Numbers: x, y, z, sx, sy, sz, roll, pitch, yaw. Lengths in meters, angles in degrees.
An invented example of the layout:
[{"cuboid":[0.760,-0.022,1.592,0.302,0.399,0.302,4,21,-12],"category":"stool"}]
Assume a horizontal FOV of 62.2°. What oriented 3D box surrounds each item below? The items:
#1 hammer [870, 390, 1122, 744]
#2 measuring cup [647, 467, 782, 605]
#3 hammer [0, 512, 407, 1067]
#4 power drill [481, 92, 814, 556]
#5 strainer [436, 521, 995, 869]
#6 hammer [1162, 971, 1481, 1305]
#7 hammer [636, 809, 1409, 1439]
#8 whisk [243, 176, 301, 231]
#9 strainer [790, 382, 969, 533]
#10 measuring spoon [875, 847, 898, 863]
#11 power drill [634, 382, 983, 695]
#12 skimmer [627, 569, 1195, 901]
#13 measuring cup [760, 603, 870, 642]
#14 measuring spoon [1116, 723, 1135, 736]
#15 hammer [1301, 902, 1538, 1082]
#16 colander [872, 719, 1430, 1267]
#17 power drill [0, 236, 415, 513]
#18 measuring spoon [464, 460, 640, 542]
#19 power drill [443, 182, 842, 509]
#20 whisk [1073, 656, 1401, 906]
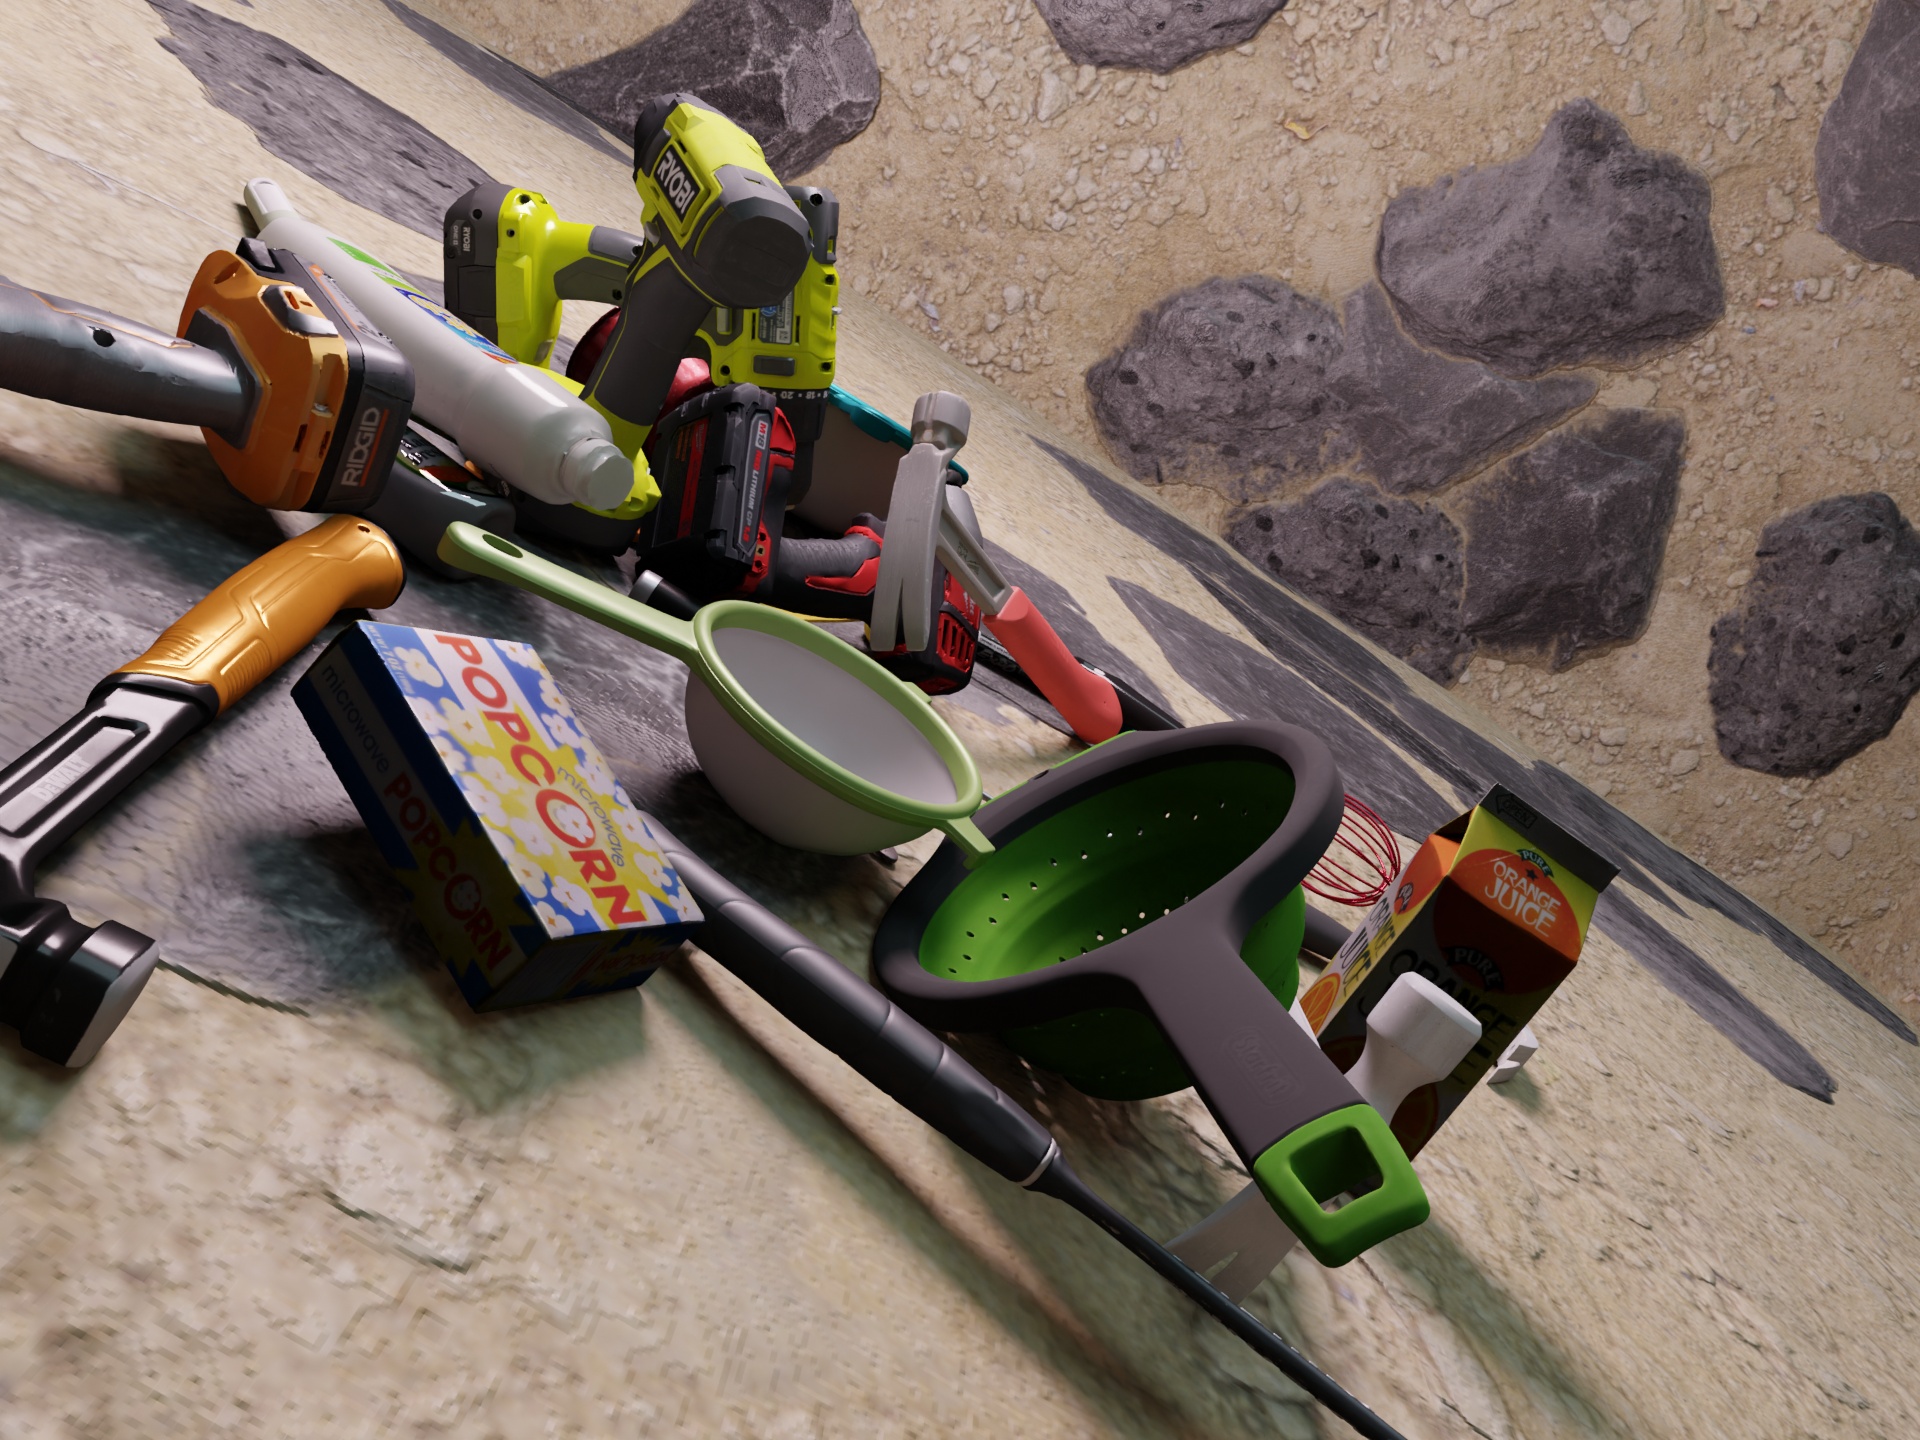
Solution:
[{"cuboid":[0.036,-0.048,0.983,0.037,0.149,0.358,1,-20,22],"category":"hammer"},{"cuboid":[-0.164,-0.135,1.000,0.083,0.038,0.168,14,28,-51],"category":"measuring cup"},{"cuboid":[-0.254,-0.017,0.505,0.127,0.034,0.337,32,16,-12],"category":"hammer"},{"cuboid":[-0.175,-0.215,0.848,0.080,0.223,0.171,15,33,-41],"category":"power drill"},{"cuboid":[-0.111,-0.004,0.685,0.256,0.069,0.152,25,20,-26],"category":"strainer"},{"cuboid":[0.144,0.136,0.750,0.035,0.144,0.405,37,7,1],"category":"hammer"},{"cuboid":[0.036,0.154,0.516,0.409,0.036,0.149,35,-16,16],"category":"hammer"},{"cuboid":[-0.405,-0.290,0.962,0.057,0.059,0.247,-9,34,-28],"category":"whisk"},{"cuboid":[-0.095,-0.184,1.120,0.211,0.095,0.340,30,6,-14],"category":"strainer"},{"cuboid":[-0.061,0.026,0.789,0.034,0.018,0.124,17,25,-48],"category":"measuring spoon"},{"cuboid":[-0.073,-0.108,0.934,0.219,0.143,0.078,20,-19,-41],"category":"power drill"},{"cuboid":[-0.001,-0.003,0.859,0.363,0.090,0.127,31,-10,-6],"category":"skimmer"},{"cuboid":[-0.072,-0.058,1.011,0.156,0.029,0.062,-1,37,-44],"category":"measuring cup"},{"cuboid":[0.155,0.029,1.218,0.128,0.021,0.042,36,21,-31],"category":"measuring spoon"},{"cuboid":[0.246,0.145,1.029,0.330,0.033,0.128,28,16,-21],"category":"hammer"},{"cuboid":[0.086,0.108,0.582,0.094,0.204,0.397,63,-2,-16],"category":"colander"},{"cuboid":[-0.354,-0.157,0.614,0.226,0.084,0.186,0,35,-49],"category":"power drill"},{"cuboid":[-0.227,-0.123,0.903,0.116,0.011,0.021,18,31,-36],"category":"measuring spoon"},{"cuboid":[-0.187,-0.231,0.964,0.228,0.190,0.080,5,17,2],"category":"power drill"},{"cuboid":[0.188,0.037,1.122,0.296,0.073,0.073,36,15,23],"category":"whisk"}]
